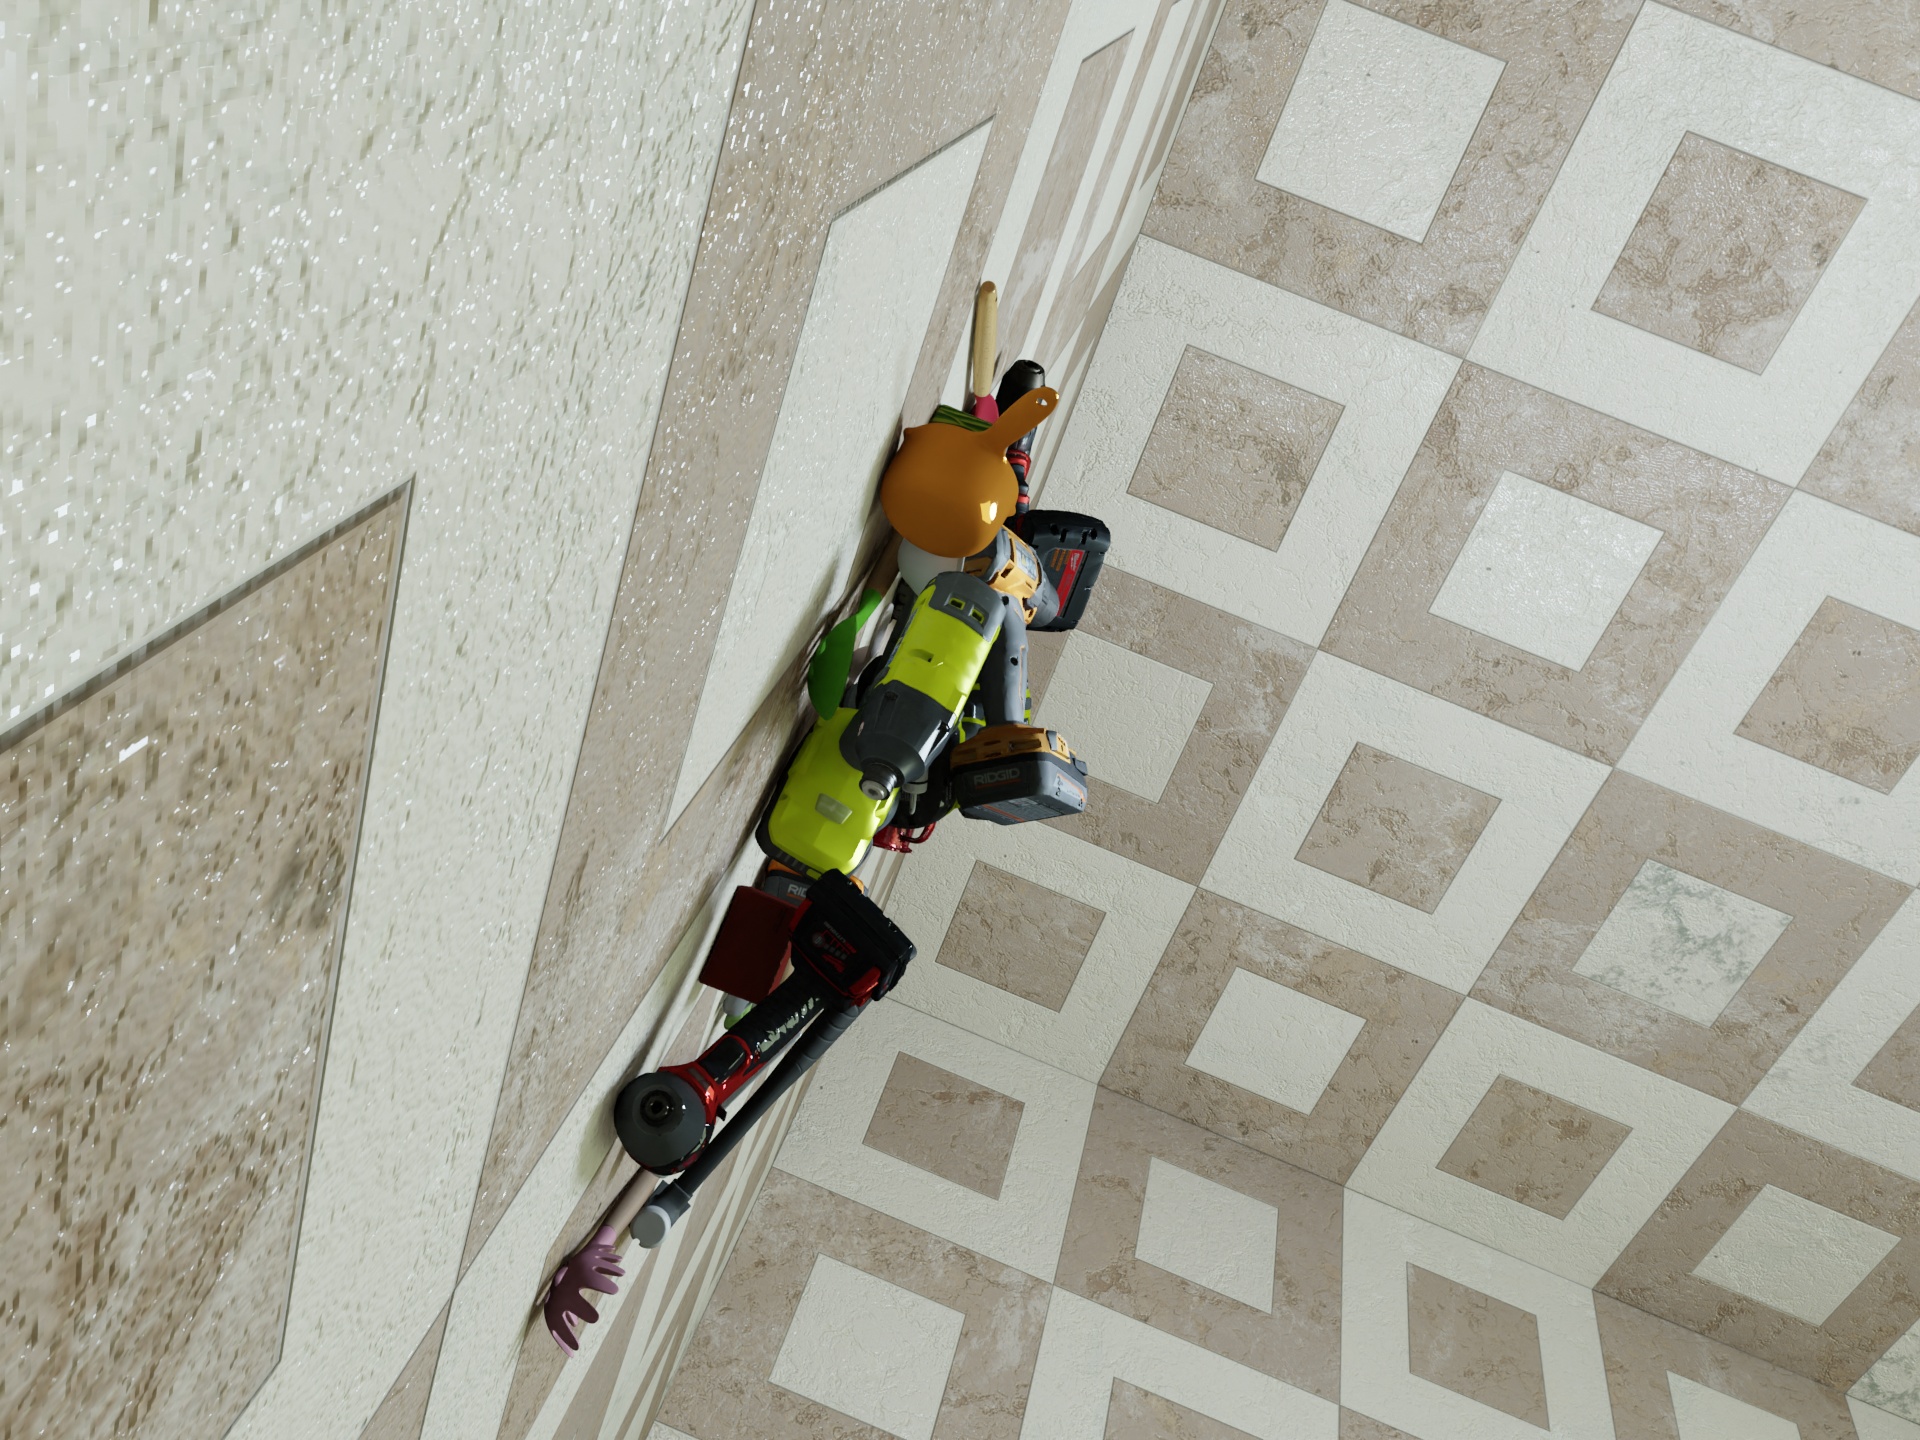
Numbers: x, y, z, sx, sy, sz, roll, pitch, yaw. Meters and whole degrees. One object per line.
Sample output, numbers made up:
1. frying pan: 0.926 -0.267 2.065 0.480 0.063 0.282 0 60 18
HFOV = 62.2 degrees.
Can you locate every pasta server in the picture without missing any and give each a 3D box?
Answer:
1. pasta server: -0.246 0.371 1.162 0.060 0.040 0.316 -56 180 3

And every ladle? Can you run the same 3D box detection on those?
1. ladle: 0.019 -0.282 1.309 0.315 0.031 0.069 92 10 -78

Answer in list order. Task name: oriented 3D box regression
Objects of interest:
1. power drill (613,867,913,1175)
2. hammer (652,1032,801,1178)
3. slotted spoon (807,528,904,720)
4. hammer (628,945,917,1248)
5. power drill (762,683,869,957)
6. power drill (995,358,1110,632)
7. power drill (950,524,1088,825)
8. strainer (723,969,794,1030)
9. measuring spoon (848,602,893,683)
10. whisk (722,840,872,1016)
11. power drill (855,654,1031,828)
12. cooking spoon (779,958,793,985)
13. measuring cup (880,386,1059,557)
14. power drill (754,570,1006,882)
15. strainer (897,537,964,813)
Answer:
1. power drill: -0.136 0.206 1.048 0.220 0.078 0.143 -43 169 -19
2. hammer: -0.186 0.288 1.319 0.143 0.038 0.386 -45 177 -7
3. slotted spoon: -0.060 -0.102 1.171 0.314 0.031 0.070 -68 -176 -54
4. hammer: -0.158 0.314 1.380 0.335 0.035 0.146 -47 177 -12
5. power drill: -0.103 0.092 1.361 0.164 0.084 0.227 108 1 -61
6. power drill: 0.061 -0.209 1.476 0.227 0.080 0.187 -113 -146 -47
7. power drill: 0.044 -0.036 1.249 0.185 0.084 0.226 28 53 -67
8. strainer: -0.165 0.251 1.493 0.256 0.069 0.151 -63 175 -81
9. measuring spoon: -0.071 -0.064 1.231 0.034 0.018 0.124 -52 176 -26
10. whisk: -0.143 0.168 1.418 0.239 0.055 0.055 -57 172 -36
11. power drill: -0.002 -0.004 1.326 0.228 0.080 0.190 -9 100 -66
12. cooking spoon: -0.133 0.134 1.499 0.068 0.017 0.319 109 -2 -51
13. measuring cup: 0.009 -0.162 1.036 0.173 0.095 0.052 -30 -153 58
14. power drill: -0.058 0.019 1.072 0.223 0.080 0.171 -49 -167 52
15. strainer: -0.026 -0.053 1.168 0.087 0.050 0.258 -134 -133 -67
